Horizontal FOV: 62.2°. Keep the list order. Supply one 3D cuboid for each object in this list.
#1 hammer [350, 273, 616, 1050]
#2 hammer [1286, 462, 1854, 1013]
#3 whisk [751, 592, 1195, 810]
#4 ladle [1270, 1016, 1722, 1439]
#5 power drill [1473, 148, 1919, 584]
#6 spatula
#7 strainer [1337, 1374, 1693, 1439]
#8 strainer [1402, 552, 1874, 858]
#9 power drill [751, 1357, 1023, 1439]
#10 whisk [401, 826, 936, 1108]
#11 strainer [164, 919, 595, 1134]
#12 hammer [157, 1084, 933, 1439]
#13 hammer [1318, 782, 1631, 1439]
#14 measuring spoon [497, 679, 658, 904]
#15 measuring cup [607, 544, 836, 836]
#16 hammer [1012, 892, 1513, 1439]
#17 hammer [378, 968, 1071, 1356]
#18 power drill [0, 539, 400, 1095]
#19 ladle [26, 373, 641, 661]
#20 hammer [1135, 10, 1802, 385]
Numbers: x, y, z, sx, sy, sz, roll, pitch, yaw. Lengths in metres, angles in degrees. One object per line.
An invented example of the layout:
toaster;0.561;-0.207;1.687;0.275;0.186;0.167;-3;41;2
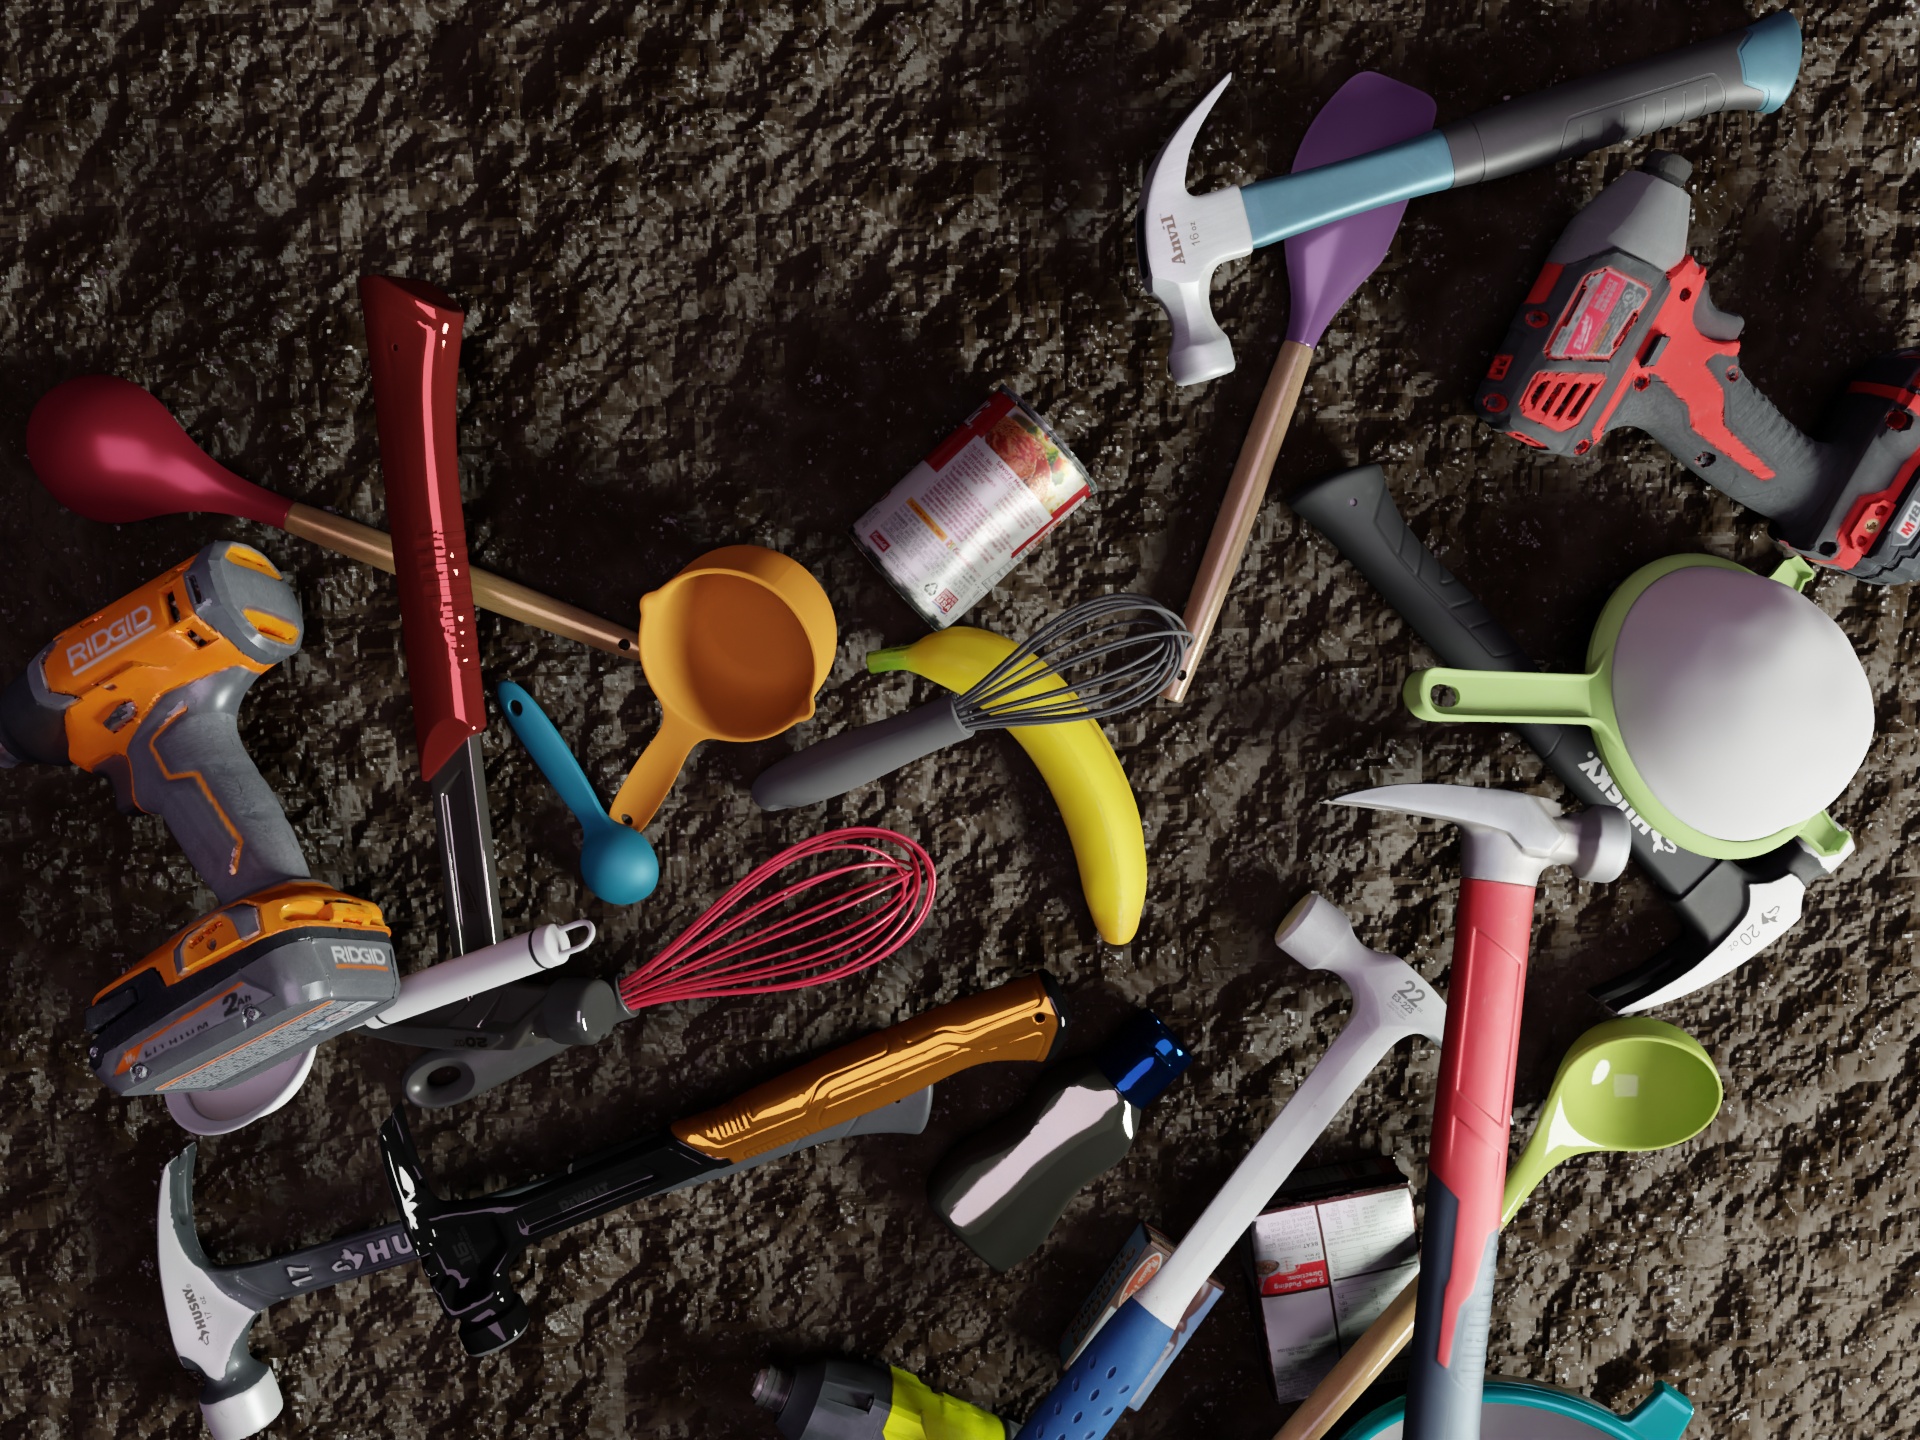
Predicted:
hammer;-0.248;-0.021;0.742;0.149;0.037;0.359;-1;100;20
hammer;0.286;0.001;0.796;0.334;0.035;0.146;45;93;-7
whisk;-0.001;-0.002;0.748;0.239;0.055;0.055;-22;99;23
ladle;0.254;0.270;0.789;0.320;0.062;0.078;-44;107;-10
power drill;0.371;-0.165;0.752;0.219;0.078;0.143;24;105;-2
spatula;0.154;-0.159;0.777;0.059;0.018;0.316;18;95;-6
strainer;0.223;0.430;0.836;0.340;0.095;0.211;-11;94;20
strainer;0.327;-0.014;0.730;0.256;0.069;0.151;1;80;-21
power drill;-0.062;0.449;0.825;0.171;0.080;0.223;25;92;-5
whisk;-0.148;0.129;0.788;0.296;0.073;0.073;-24;98;7
strainer;-0.277;0.138;0.744;0.258;0.087;0.050;-20;140;17
hammer;-0.208;0.237;0.809;0.409;0.036;0.149;-17;97;0
hammer;0.222;0.223;0.751;0.143;0.038;0.386;8;85;0
measuring spoon;-0.195;0.037;0.783;0.042;0.021;0.128;-30;95;28
measuring cup;-0.124;-0.010;0.777;0.095;0.052;0.173;34;120;-4
hammer;0.106;0.287;0.782;0.144;0.035;0.405;39;85;5
hammer;-0.108;0.190;0.775;0.337;0.034;0.127;-22;98;0
power drill;-0.360;0.050;0.724;0.164;0.084;0.227;-27;74;10
ladle;-0.297;-0.088;0.766;0.315;0.031;0.069;21;97;-7
hammer;0.239;-0.266;0.748;0.331;0.033;0.128;-18;99;-4
